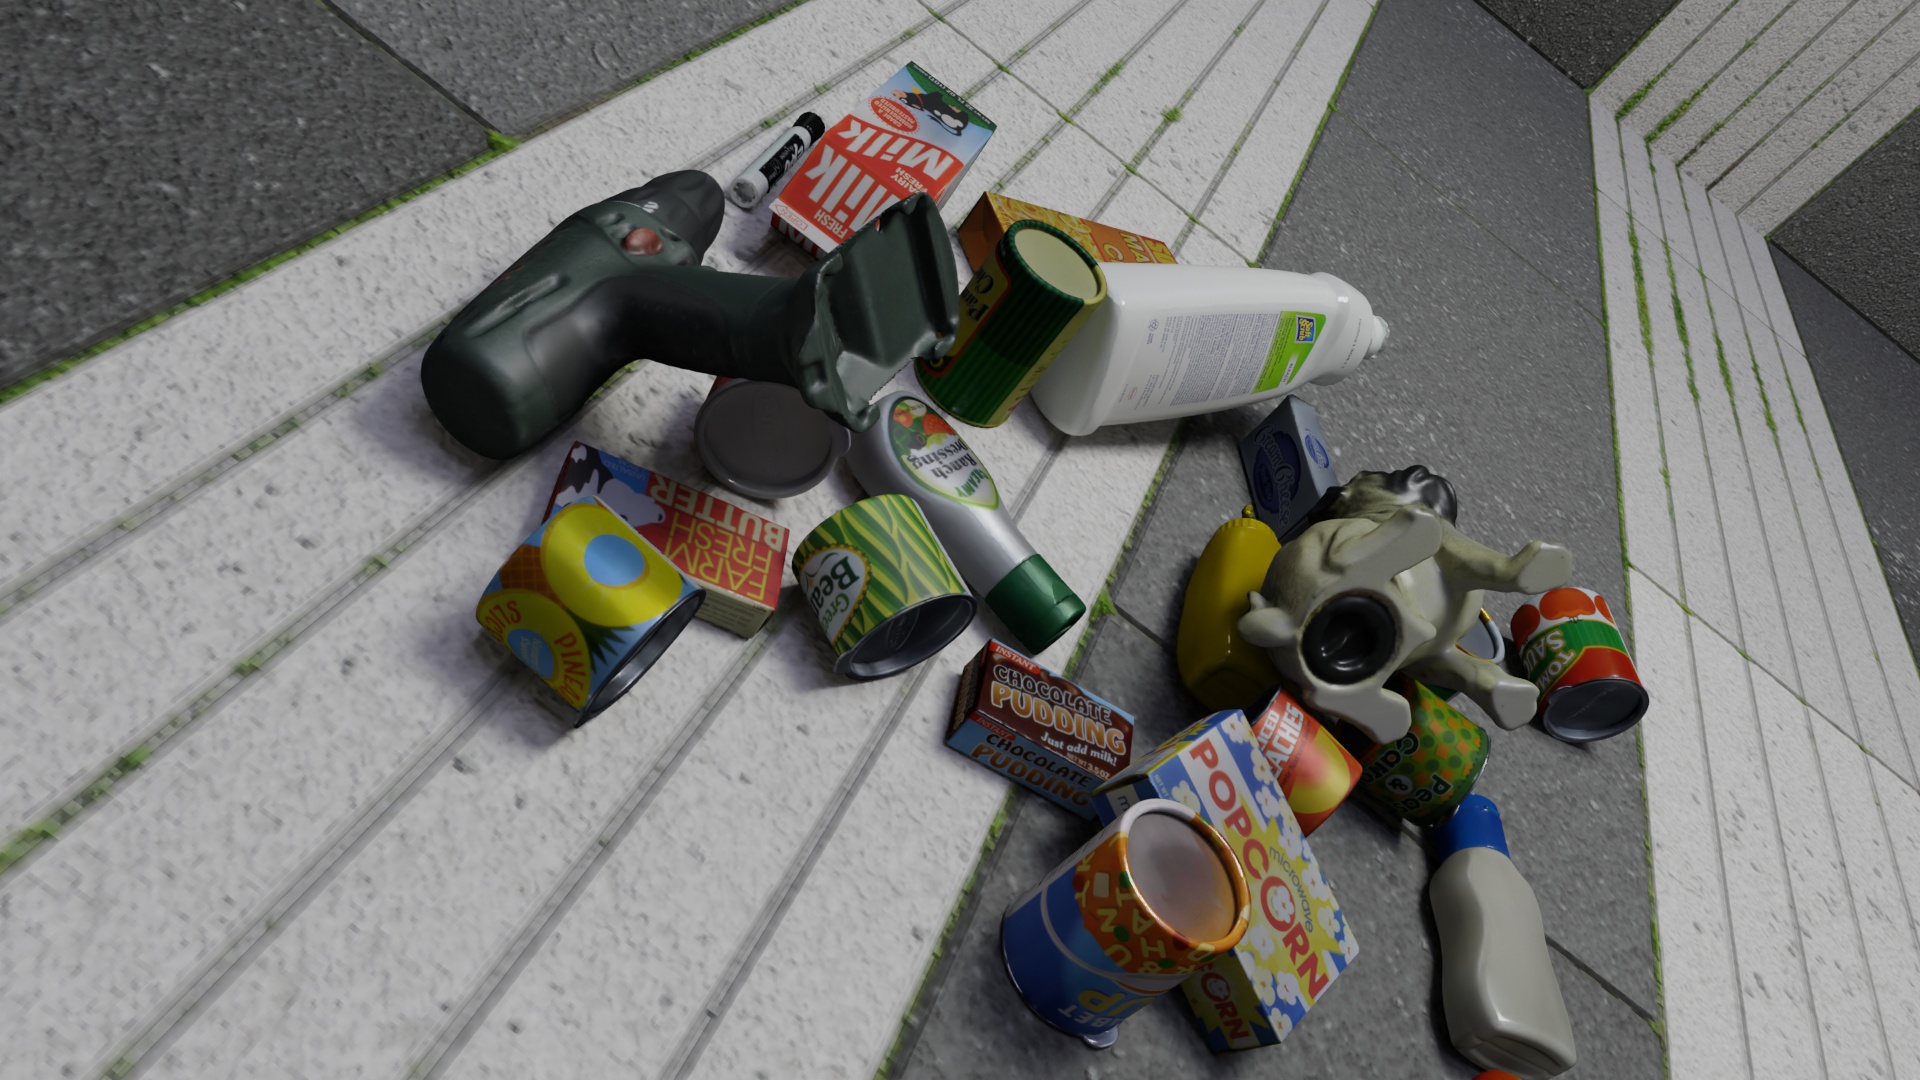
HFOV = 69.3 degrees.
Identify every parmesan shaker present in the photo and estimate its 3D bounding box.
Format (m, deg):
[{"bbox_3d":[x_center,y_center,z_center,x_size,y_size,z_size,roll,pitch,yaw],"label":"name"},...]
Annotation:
[{"bbox_3d":[0.028,-0.124,0.788,0.071,0.102,0.072,23,41,-21],"label":"parmesan shaker"}]

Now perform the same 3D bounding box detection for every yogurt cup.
[{"bbox_3d":[-0.090,-0.062,0.662,0.072,0.072,0.054,24,32,-20],"label":"yogurt cup"}]

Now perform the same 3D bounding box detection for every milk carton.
[{"bbox_3d":[-0.050,-0.214,0.837,0.072,0.073,0.191,36,38,-6],"label":"milk carton"}]

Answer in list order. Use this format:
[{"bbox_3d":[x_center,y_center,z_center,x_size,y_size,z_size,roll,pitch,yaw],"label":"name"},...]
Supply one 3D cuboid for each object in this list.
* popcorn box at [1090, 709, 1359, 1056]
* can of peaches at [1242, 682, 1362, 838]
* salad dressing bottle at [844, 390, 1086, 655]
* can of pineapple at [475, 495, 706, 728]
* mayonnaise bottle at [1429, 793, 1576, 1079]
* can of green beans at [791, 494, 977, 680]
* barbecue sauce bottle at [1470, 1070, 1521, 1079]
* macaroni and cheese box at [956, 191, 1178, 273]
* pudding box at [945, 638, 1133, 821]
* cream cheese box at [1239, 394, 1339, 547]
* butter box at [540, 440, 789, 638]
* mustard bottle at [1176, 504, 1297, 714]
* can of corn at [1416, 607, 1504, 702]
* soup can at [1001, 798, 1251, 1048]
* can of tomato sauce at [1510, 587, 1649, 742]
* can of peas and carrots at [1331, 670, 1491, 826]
[{"bbox_3d":[0.119,0.149,0.621,0.085,0.038,0.126,-21,84,-49],"label":"popcorn box"},{"bbox_3d":[0.156,0.113,0.686,0.058,0.071,0.071,47,38,7],"label":"can of peaches"},{"bbox_3d":[0.003,-0.009,0.701,0.148,0.043,0.064,49,38,11],"label":"salad dressing bottle"},{"bbox_3d":[-0.142,0.026,0.529,0.058,0.070,0.071,41,38,2],"label":"can of pineapple"},{"bbox_3d":[0.275,0.201,0.723,0.065,0.041,0.149,29,38,-16],"label":"mayonnaise bottle"},{"bbox_3d":[-0.035,0.021,0.623,0.071,0.071,0.058,-7,57,-44],"label":"can of green beans"},{"bbox_3d":[0.200,0.268,0.592,0.149,0.043,0.065,-6,57,-44],"label":"barbecue sauce bottle"},{"bbox_3d":[0.092,-0.162,0.930,0.167,0.040,0.124,5,51,-36],"label":"macaroni and cheese box"},{"bbox_3d":[0.038,0.088,0.646,0.083,0.030,0.050,31,38,-13],"label":"pudding box"},{"bbox_3d":[0.214,-0.041,0.901,0.024,0.053,0.104,23,41,-25],"label":"cream cheese box"},{"bbox_3d":[-0.127,0.000,0.600,0.103,0.024,0.053,23,41,-20],"label":"butter box"},{"bbox_3d":[0.160,0.032,0.787,0.065,0.048,0.161,36,37,-14],"label":"mustard bottle"},{"bbox_3d":[0.287,0.064,0.853,0.071,0.058,0.071,23,41,-21],"label":"can of corn"},{"bbox_3d":[0.068,0.155,0.561,0.071,0.083,0.072,23,41,-22],"label":"soup can"},{"bbox_3d":[0.412,0.082,0.934,0.071,0.071,0.083,23,40,-21],"label":"can of tomato sauce"},{"bbox_3d":[0.244,0.115,0.762,0.059,0.070,0.071,36,38,-4],"label":"can of peas and carrots"}]
